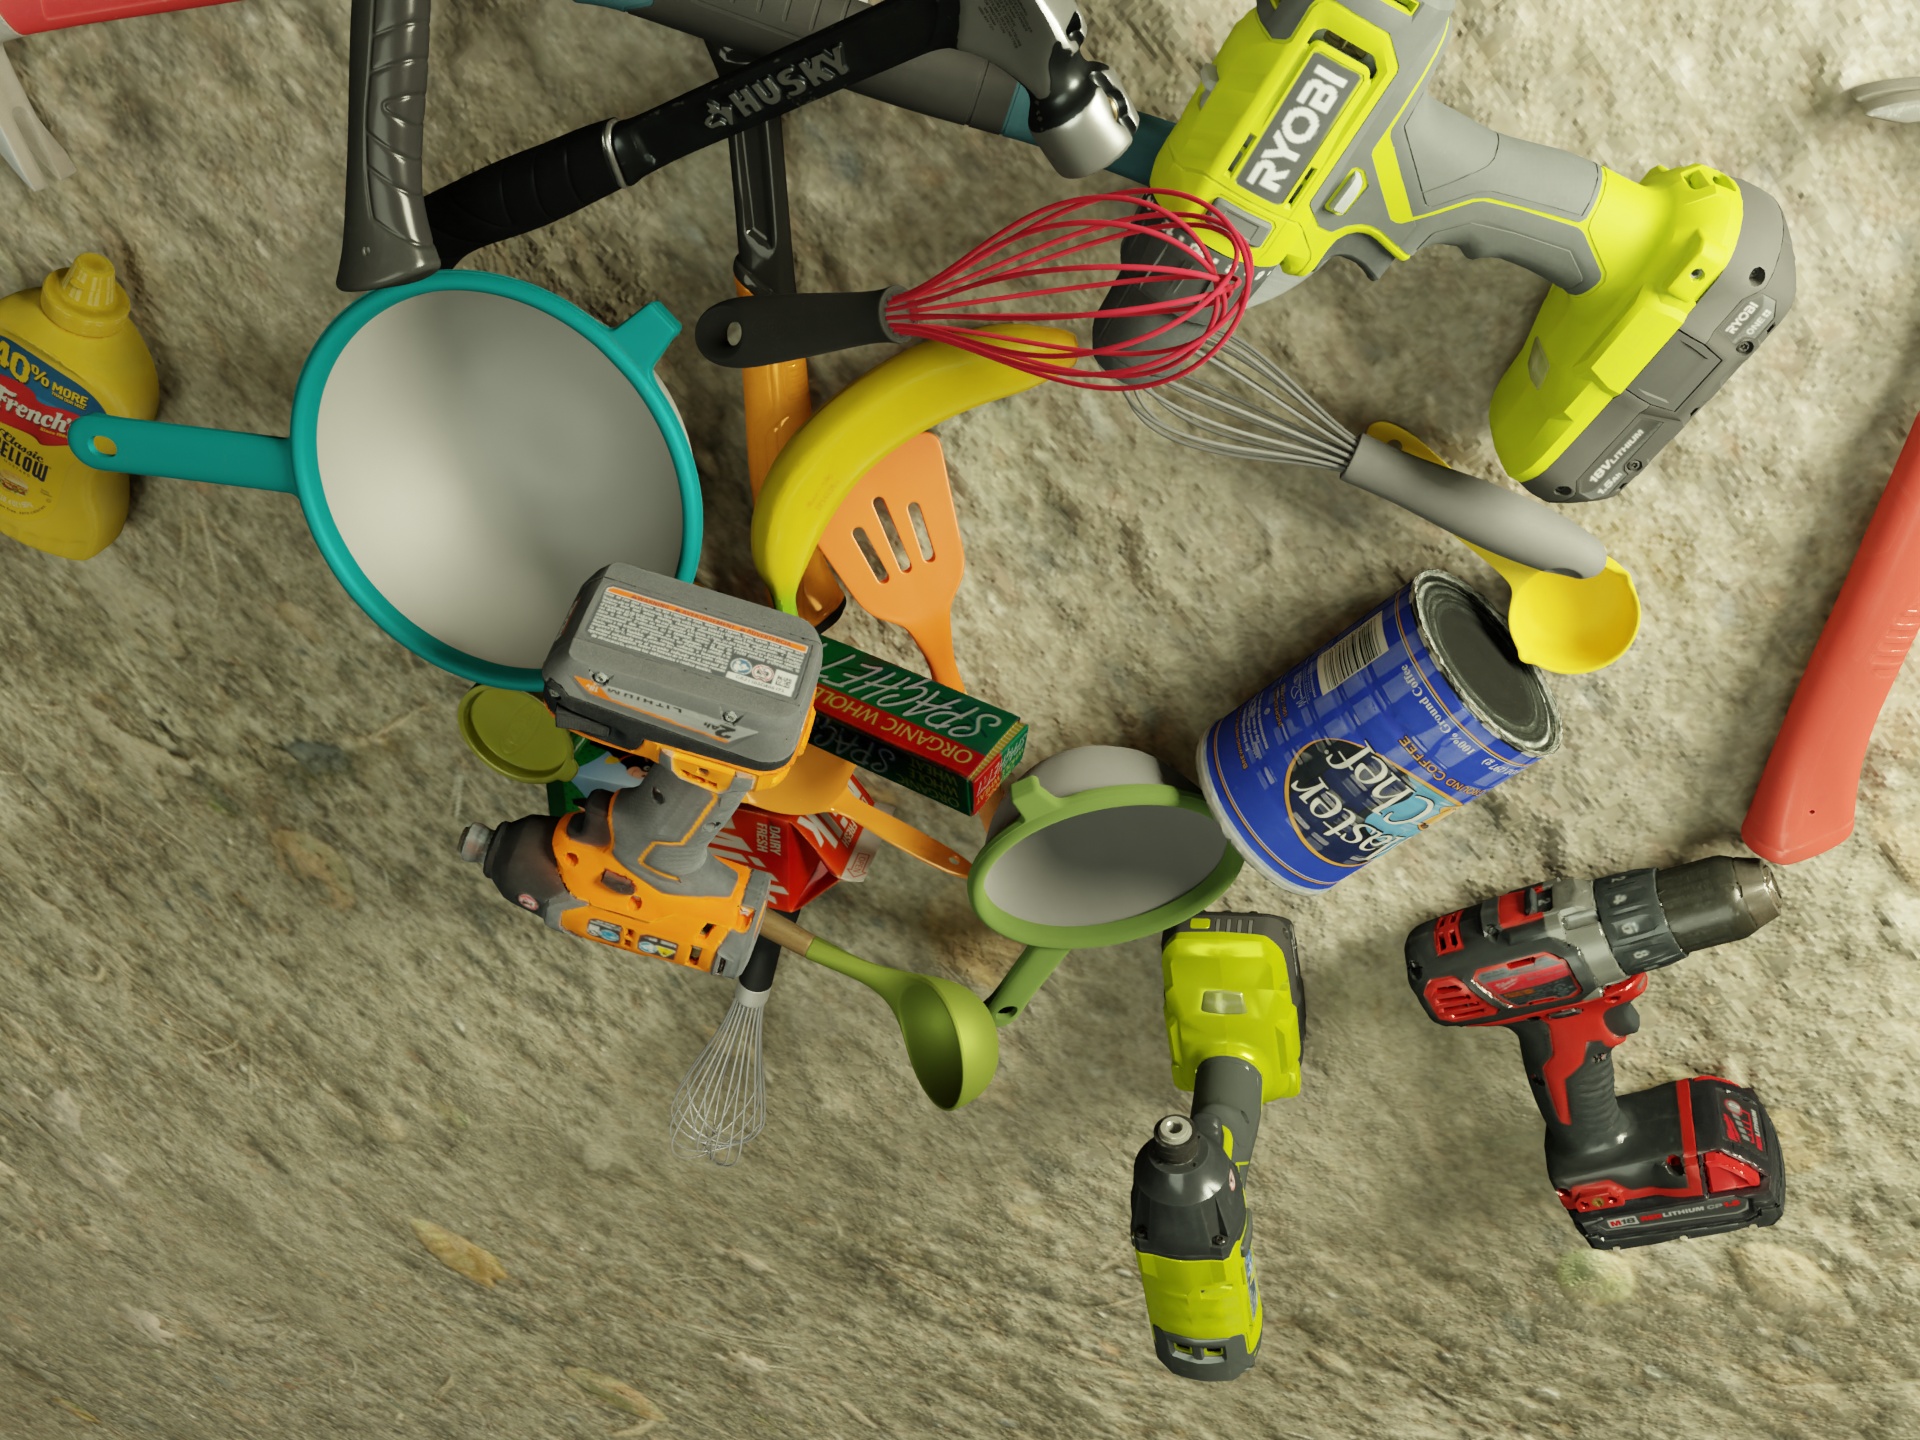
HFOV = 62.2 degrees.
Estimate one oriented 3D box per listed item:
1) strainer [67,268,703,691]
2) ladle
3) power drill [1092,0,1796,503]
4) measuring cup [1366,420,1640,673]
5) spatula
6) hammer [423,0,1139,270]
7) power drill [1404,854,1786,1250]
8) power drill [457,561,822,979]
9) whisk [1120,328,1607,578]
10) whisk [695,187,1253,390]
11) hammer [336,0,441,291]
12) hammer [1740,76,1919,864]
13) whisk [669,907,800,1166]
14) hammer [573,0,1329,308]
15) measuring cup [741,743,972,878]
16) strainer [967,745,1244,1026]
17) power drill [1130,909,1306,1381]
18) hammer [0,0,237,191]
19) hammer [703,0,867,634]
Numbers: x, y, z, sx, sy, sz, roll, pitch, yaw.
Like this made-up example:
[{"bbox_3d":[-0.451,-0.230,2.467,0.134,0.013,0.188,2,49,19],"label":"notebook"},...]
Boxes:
[{"bbox_3d":[-0.279,-0.136,0.812,0.340,0.095,0.210,8,118,11],"label":"strainer"},{"bbox_3d":[-0.119,0.131,0.955,0.320,0.062,0.078,27,134,9],"label":"ladle"},{"bbox_3d":[0.180,-0.177,0.624,0.228,0.080,0.190,23,130,-13],"label":"power drill"},{"bbox_3d":[0.248,-0.086,0.738,0.156,0.029,0.062,43,120,-1],"label":"measuring cup"},{"bbox_3d":[-0.001,-0.003,0.865,0.081,0.041,0.322,-26,130,-7],"label":"spatula"},{"bbox_3d":[-0.132,-0.241,0.653,0.409,0.036,0.149,-3,144,40],"label":"hammer"},{"bbox_3d":[0.370,0.173,0.860,0.188,0.080,0.226,-23,113,30],"label":"power drill"},{"bbox_3d":[-0.163,0.033,0.788,0.164,0.084,0.226,17,135,-5],"label":"power drill"},{"bbox_3d":[0.176,-0.118,0.705,0.239,0.055,0.055,24,129,2],"label":"whisk"},{"bbox_3d":[-0.011,-0.165,0.642,0.296,0.073,0.073,7,132,42],"label":"whisk"},{"bbox_3d":[-0.229,-0.338,0.633,0.146,0.035,0.334,15,113,9],"label":"hammer"},{"bbox_3d":[0.398,-0.084,0.679,0.149,0.037,0.358,11,128,10],"label":"hammer"},{"bbox_3d":[-0.145,0.200,1.056,0.070,0.070,0.284,20,125,2],"label":"whisk"},{"bbox_3d":[0.008,-0.257,0.644,0.331,0.033,0.128,17,130,-7],"label":"hammer"},{"bbox_3d":[-0.058,0.025,0.863,0.173,0.095,0.052,30,121,6],"label":"measuring cup"},{"bbox_3d":[0.058,0.090,0.900,0.151,0.069,0.256,5,142,-19],"label":"strainer"},{"bbox_3d":[0.138,0.213,0.864,0.080,0.223,0.171,-1,126,18],"label":"power drill"},{"bbox_3d":[-0.304,-0.330,0.715,0.386,0.038,0.143,0,127,18],"label":"hammer"},{"bbox_3d":[-0.098,-0.185,0.762,0.127,0.034,0.336,7,128,12],"label":"hammer"}]
